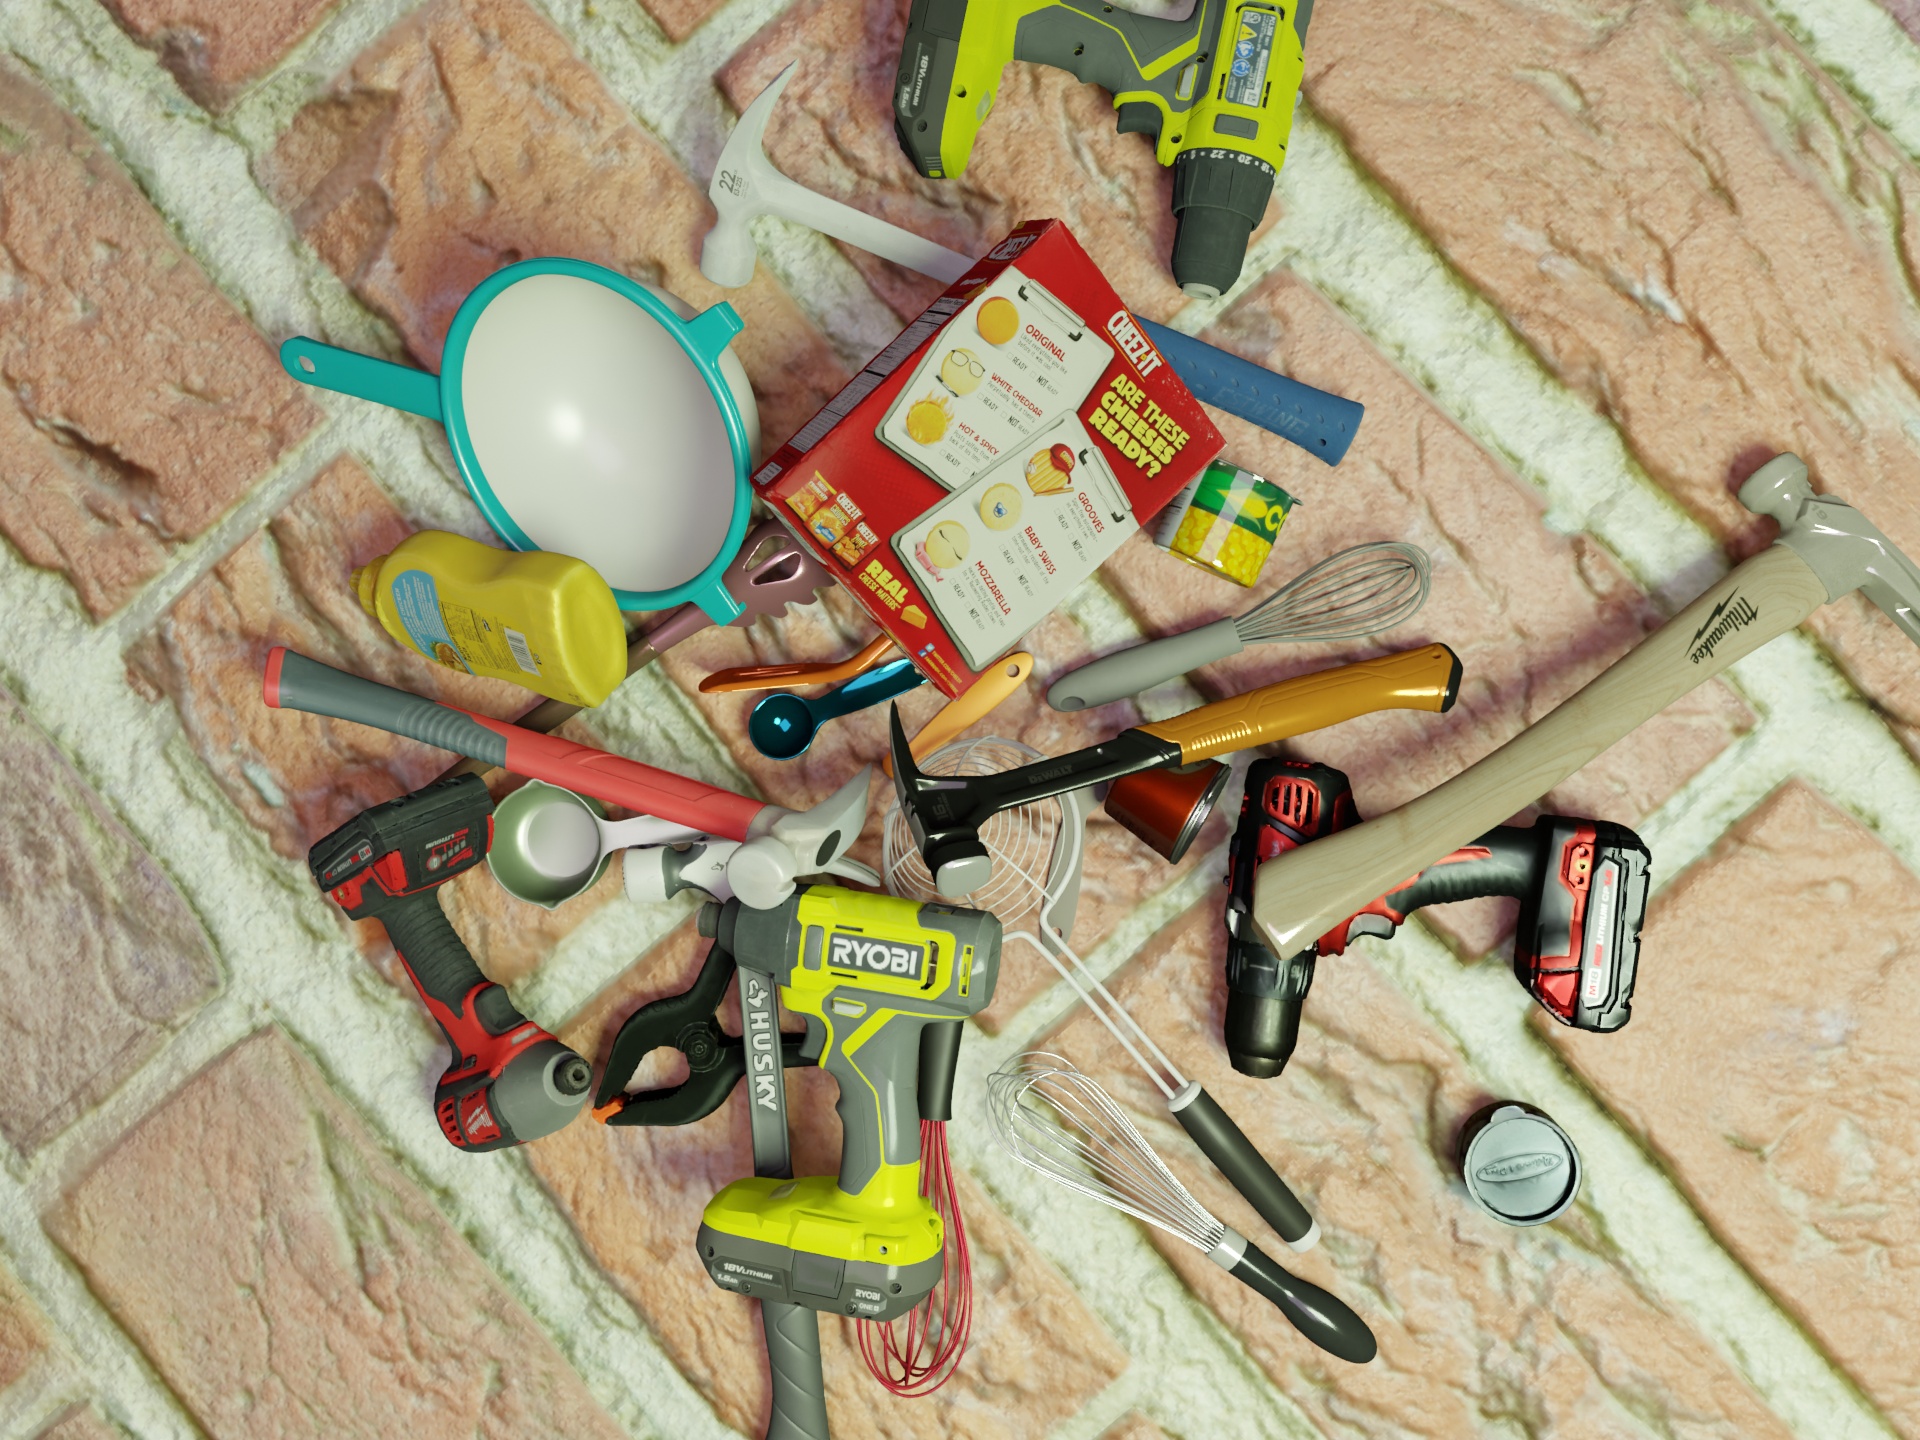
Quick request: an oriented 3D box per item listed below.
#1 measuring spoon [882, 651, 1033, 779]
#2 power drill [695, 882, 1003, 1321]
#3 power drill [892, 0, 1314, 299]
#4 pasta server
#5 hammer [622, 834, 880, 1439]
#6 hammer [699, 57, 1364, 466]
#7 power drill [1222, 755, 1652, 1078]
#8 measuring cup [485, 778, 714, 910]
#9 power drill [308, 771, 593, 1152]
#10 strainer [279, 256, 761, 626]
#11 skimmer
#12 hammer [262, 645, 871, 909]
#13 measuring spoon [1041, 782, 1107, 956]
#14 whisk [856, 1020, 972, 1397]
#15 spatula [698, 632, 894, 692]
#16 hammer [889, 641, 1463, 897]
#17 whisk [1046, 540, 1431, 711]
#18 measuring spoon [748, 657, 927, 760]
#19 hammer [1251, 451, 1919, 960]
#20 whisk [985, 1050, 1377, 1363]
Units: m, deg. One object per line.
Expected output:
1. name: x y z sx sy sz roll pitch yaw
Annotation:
1. measuring spoon: -0.002 -0.003 0.979 0.117 0.011 0.021 -39 87 6
2. power drill: -0.074 0.205 0.894 0.171 0.080 0.223 7 93 11
3. power drill: 0.081 -0.359 0.931 0.228 0.080 0.190 12 92 4
4. pasta server: -0.211 -0.034 0.998 0.316 0.040 0.060 -33 87 10
5. hammer: -0.108 0.268 0.963 0.149 0.036 0.409 -5 98 -2
6. hammer: 0.044 -0.249 0.931 0.405 0.035 0.144 23 137 1
7. power drill: 0.263 0.126 0.920 0.227 0.080 0.188 8 92 9
8. measuring cup: -0.211 0.070 0.994 0.167 0.038 0.083 -8 90 5
9. power drill: -0.297 0.152 0.959 0.143 0.078 0.219 -25 90 45
10. strainer: -0.252 -0.196 0.964 0.340 0.095 0.210 18 125 19
11. skimmer: 0.093 0.169 0.956 0.127 0.090 0.363 -39 99 8
12. hammer: -0.245 0.015 0.954 0.386 0.143 0.038 16 114 16
13. measuring spoon: 0.065 0.084 0.969 0.034 0.018 0.124 9 93 6
14. whisk: -0.019 0.261 0.967 0.073 0.073 0.296 5 86 7
15. spatula: -0.007 -0.082 0.961 0.322 0.081 0.041 -29 100 1
16. hammer: 0.127 0.005 0.908 0.337 0.034 0.127 -14 48 -11
17. whisk: 0.163 -0.050 0.945 0.239 0.055 0.055 -19 89 12
18. measuring spoon: -0.069 -0.011 0.988 0.128 0.021 0.042 -23 79 -2
19. hammer: 0.340 0.014 0.868 0.410 0.038 0.146 -33 69 -5
20. whisk: 0.132 0.295 0.949 0.284 0.070 0.070 36 95 1
